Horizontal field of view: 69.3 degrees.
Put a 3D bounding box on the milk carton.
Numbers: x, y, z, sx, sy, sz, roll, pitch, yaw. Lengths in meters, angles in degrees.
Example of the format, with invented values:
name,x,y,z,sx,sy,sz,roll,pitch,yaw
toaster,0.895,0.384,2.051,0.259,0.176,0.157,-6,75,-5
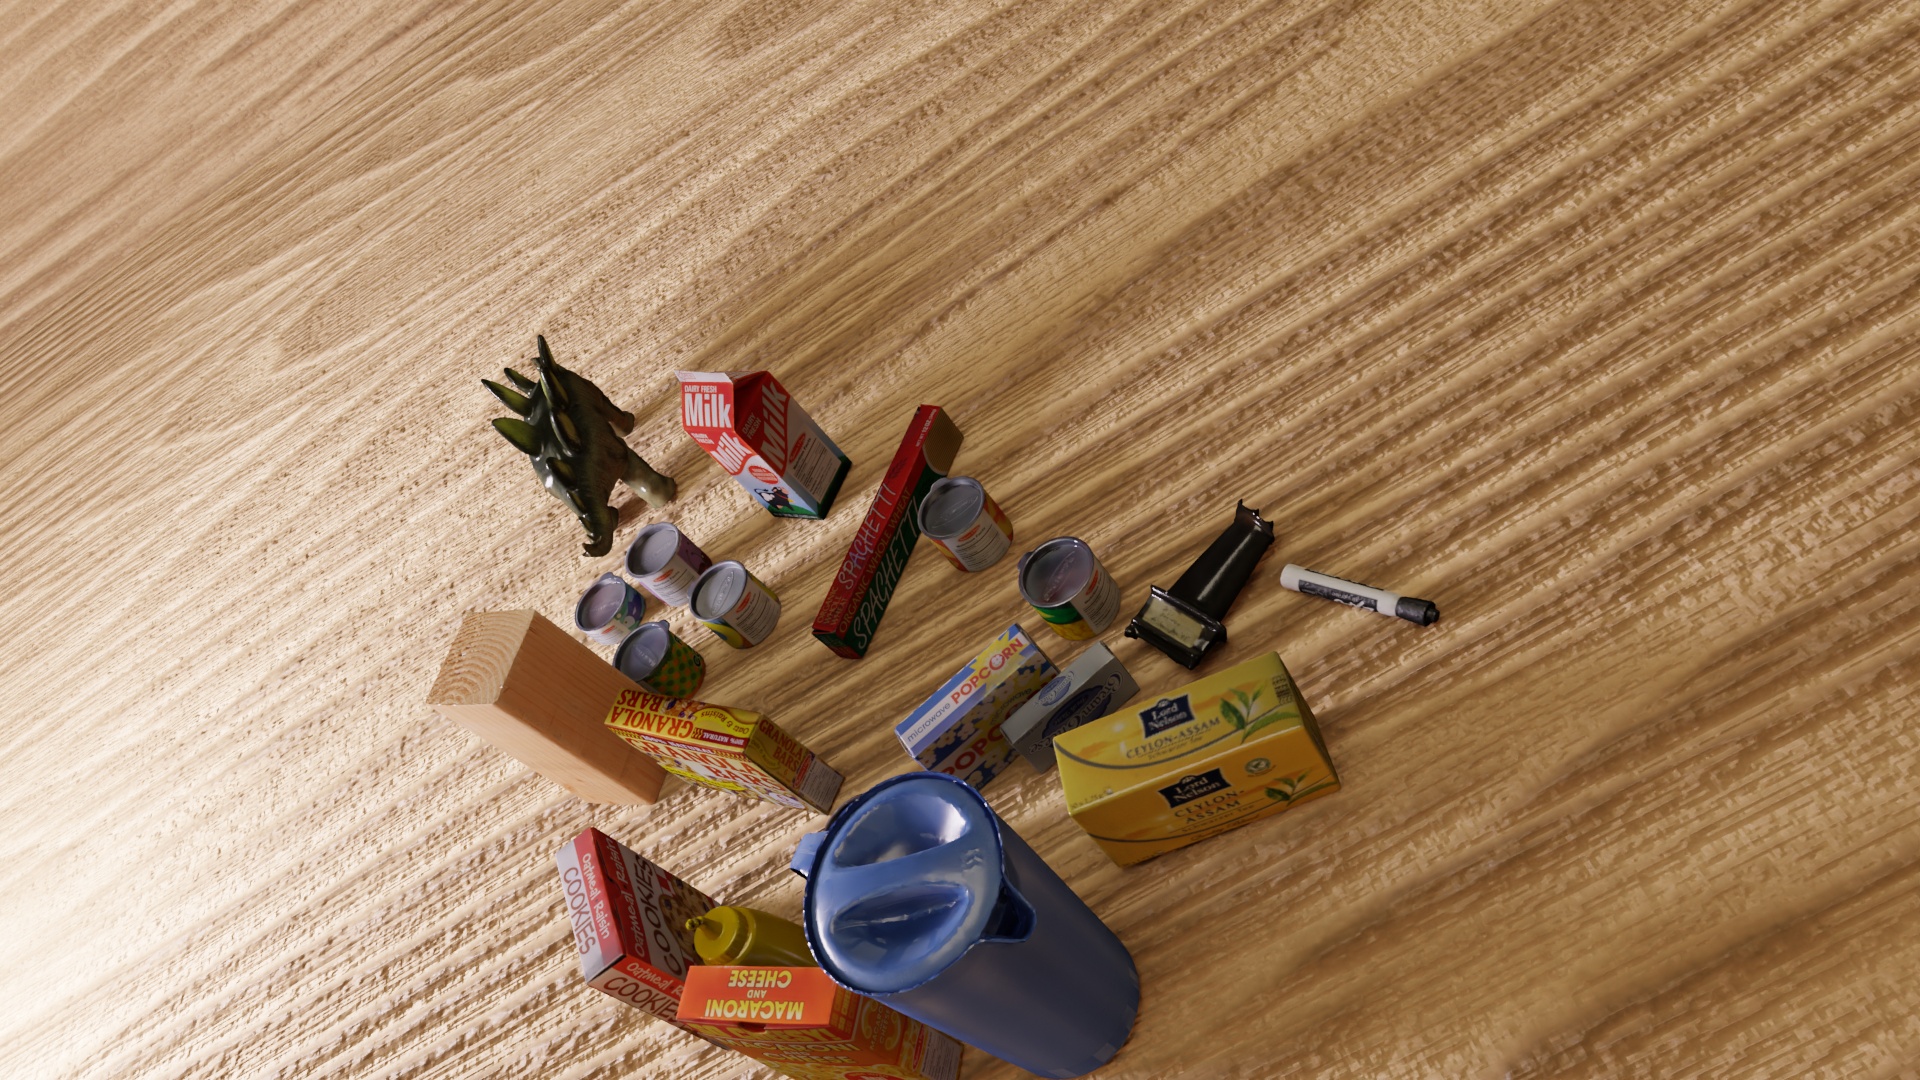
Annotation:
name,x,y,z,sx,sy,sz,roll,pitch,yaw
milk carton,-0.193,-0.102,1.325,0.072,0.190,0.074,6,61,37

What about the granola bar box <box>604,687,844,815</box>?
name,x,y,z,sx,sy,sz,roll,pitch,yaw
granola bar box,-0.198,0.176,1.159,0.165,0.124,0.039,4,60,36

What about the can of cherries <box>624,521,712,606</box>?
name,x,y,z,sx,sy,sz,roll,pitch,yaw
can of cherries,-0.291,0.022,1.389,0.071,0.058,0.072,-18,49,22

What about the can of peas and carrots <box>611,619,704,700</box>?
name,x,y,z,sx,sy,sz,roll,pitch,yaw
can of peas and carrots,-0.282,0.117,1.309,0.071,0.058,0.071,-18,49,22

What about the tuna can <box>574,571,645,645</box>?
name,x,y,z,sx,sy,sz,roll,pitch,yaw
tuna can,-0.356,0.069,1.413,0.071,0.032,0.071,-18,49,22

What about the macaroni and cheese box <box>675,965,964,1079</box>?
name,x,y,z,sx,sy,sz,roll,pitch,yaw
macaroni and cheese box,-0.091,0.333,0.937,0.123,0.166,0.040,-9,53,28

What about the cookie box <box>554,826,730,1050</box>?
name,x,y,z,sx,sy,sz,roll,pitch,yaw
cookie box,-0.227,0.301,1.051,0.040,0.167,0.123,-38,44,3

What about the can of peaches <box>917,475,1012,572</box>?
name,x,y,z,sx,sy,sz,roll,pitch,yaw
can of peaches,0.004,-0.015,1.222,0.071,0.058,0.071,-18,49,22

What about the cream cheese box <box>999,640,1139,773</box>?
name,x,y,z,sx,sy,sz,roll,pitch,yaw
cream cheese box,0.084,0.127,1.061,0.104,0.053,0.024,-41,44,0

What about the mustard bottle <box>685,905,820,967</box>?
name,x,y,z,sx,sy,sz,roll,pitch,yaw
mustard bottle,-0.147,0.299,1.005,0.065,0.159,0.049,-35,45,6

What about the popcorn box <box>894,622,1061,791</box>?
name,x,y,z,sx,sy,sz,roll,pitch,yaw
popcorn box,0.022,0.134,1.074,0.127,0.085,0.038,-41,44,0

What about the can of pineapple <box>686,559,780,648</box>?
name,x,y,z,sx,sy,sz,roll,pitch,yaw
can of pineapple,-0.213,0.060,1.308,0.071,0.057,0.071,-18,49,22

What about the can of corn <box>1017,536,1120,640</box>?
name,x,y,z,sx,sy,sz,roll,pitch,yaw
can of corn,0.087,0.039,1.124,0.071,0.058,0.071,-18,49,22

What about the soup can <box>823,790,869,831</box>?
name,x,y,z,sx,sy,sz,roll,pitch,yaw
soup can,-0.054,0.235,1.047,0.071,0.083,0.072,-18,49,22

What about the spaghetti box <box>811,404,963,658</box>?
name,x,y,z,sx,sy,sz,roll,pitch,yaw
spaghetti box,-0.064,-0.010,1.269,0.028,0.050,0.251,5,60,36
